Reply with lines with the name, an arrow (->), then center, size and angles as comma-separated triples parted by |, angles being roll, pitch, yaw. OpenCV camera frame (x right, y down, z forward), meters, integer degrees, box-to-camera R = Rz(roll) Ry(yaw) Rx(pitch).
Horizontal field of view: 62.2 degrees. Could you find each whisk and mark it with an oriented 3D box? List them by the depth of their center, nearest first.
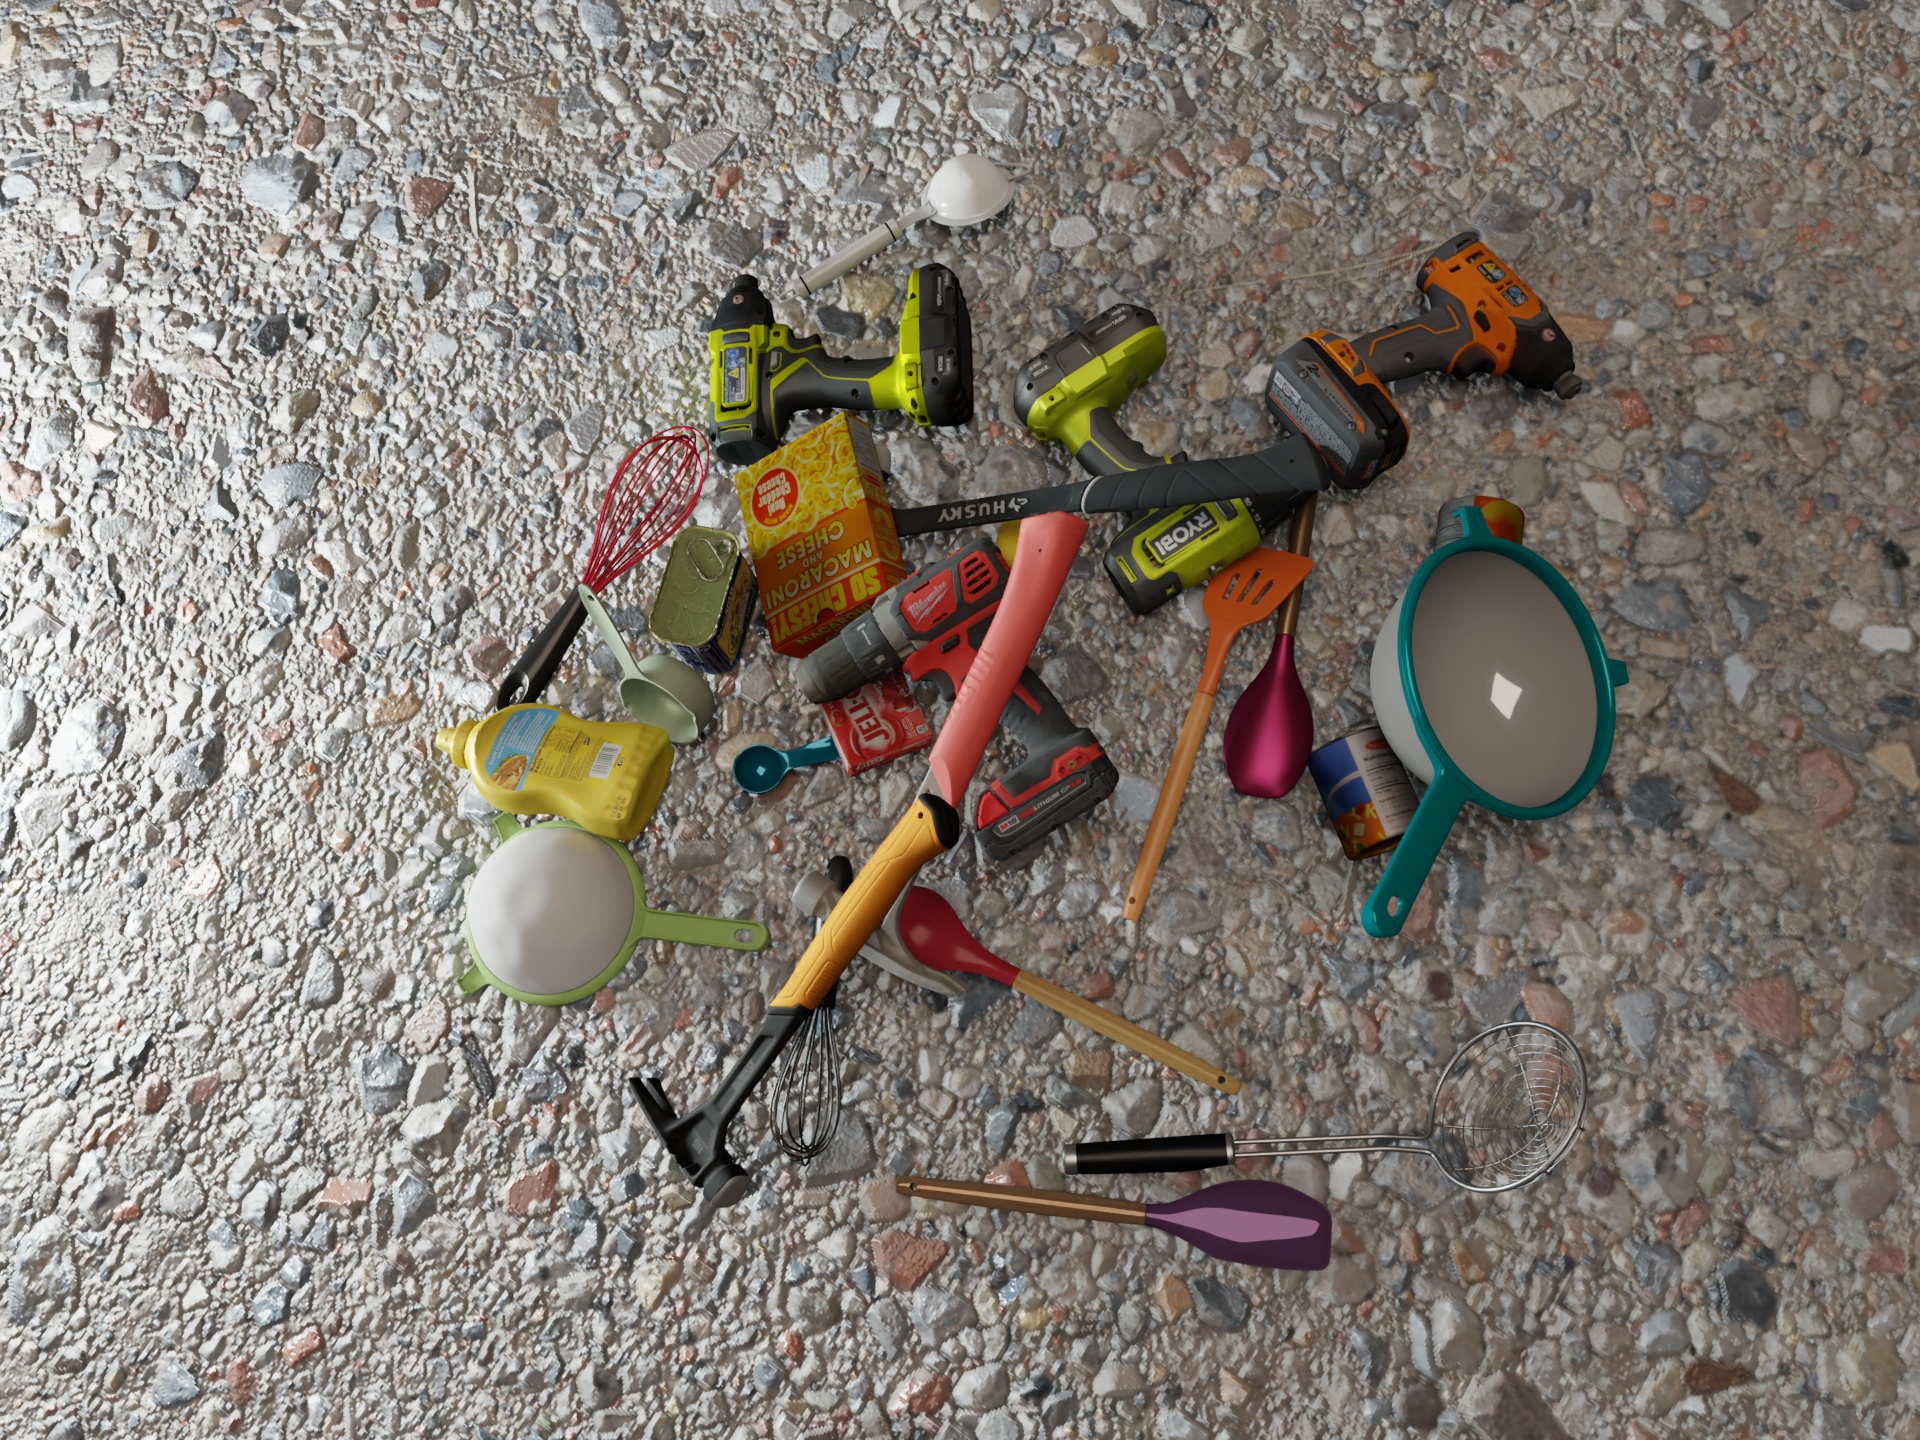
whisk -> -0.107, 0.218, 1.217 | 0.055, 0.055, 0.239 | 3, 68, 9
whisk -> -0.305, -0.124, 1.345 | 0.073, 0.073, 0.296 | 32, 86, 16

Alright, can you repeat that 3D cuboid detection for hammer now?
hammer -> 0.011, 0.018, 1.157 | 0.149, 0.036, 0.359 | 29, 101, 15
hammer -> -0.115, 0.188, 1.162 | 0.127, 0.034, 0.337 | 42, 101, 33
hammer -> 0.085, -0.169, 1.243 | 0.409, 0.036, 0.149 | -4, 78, 28

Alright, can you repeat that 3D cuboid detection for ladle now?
ladle -> 0.065, 0.208, 1.205 | 0.315, 0.031, 0.069 | 25, 77, 13

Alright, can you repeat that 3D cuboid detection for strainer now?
strainer -> 0.344, 0.023, 1.151 | 0.211, 0.095, 0.340 | 42, 63, -13
strainer -> -0.278, 0.151, 1.245 | 0.256, 0.069, 0.151 | 6, 73, 11
strainer -> -0.053, -0.443, 1.419 | 0.258, 0.050, 0.087 | -32, 56, 0

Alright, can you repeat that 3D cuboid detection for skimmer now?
skimmer -> 0.249, 0.281, 1.122 | 0.363, 0.090, 0.127 | -6, 40, 9

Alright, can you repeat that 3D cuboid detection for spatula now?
spatula -> 0.109, 0.353, 1.156 | 0.316, 0.018, 0.060 | 4, 72, 8
spatula -> 0.188, 0.005, 1.248 | 0.081, 0.041, 0.323 | 15, 80, 33

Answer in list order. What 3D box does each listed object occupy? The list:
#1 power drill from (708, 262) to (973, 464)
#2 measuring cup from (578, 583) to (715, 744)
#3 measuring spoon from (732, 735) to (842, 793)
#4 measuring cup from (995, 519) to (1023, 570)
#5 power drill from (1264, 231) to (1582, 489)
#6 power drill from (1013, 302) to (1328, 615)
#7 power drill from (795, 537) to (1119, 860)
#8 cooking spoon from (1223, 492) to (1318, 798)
power drill -> -0.106, -0.317, 1.367 | 0.223, 0.080, 0.171 | -4, 73, 10
measuring cup -> -0.251, -0.052, 1.264 | 0.083, 0.167, 0.038 | 6, 46, 36
measuring spoon -> -0.121, 0.031, 1.293 | 0.128, 0.021, 0.042 | -15, 70, -7
measuring cup -> 0.046, -0.103, 1.301 | 0.062, 0.029, 0.157 | 11, 73, 11
power drill -> 0.379, -0.282, 1.281 | 0.226, 0.084, 0.164 | -33, 71, -13
power drill -> 0.166, -0.222, 1.295 | 0.190, 0.080, 0.229 | -33, 73, 2
power drill -> -0.002, -0.004, 1.220 | 0.188, 0.080, 0.227 | -32, 86, 7
cooking spoon -> 0.263, -0.091, 1.274 | 0.069, 0.017, 0.319 | 8, 74, 13
